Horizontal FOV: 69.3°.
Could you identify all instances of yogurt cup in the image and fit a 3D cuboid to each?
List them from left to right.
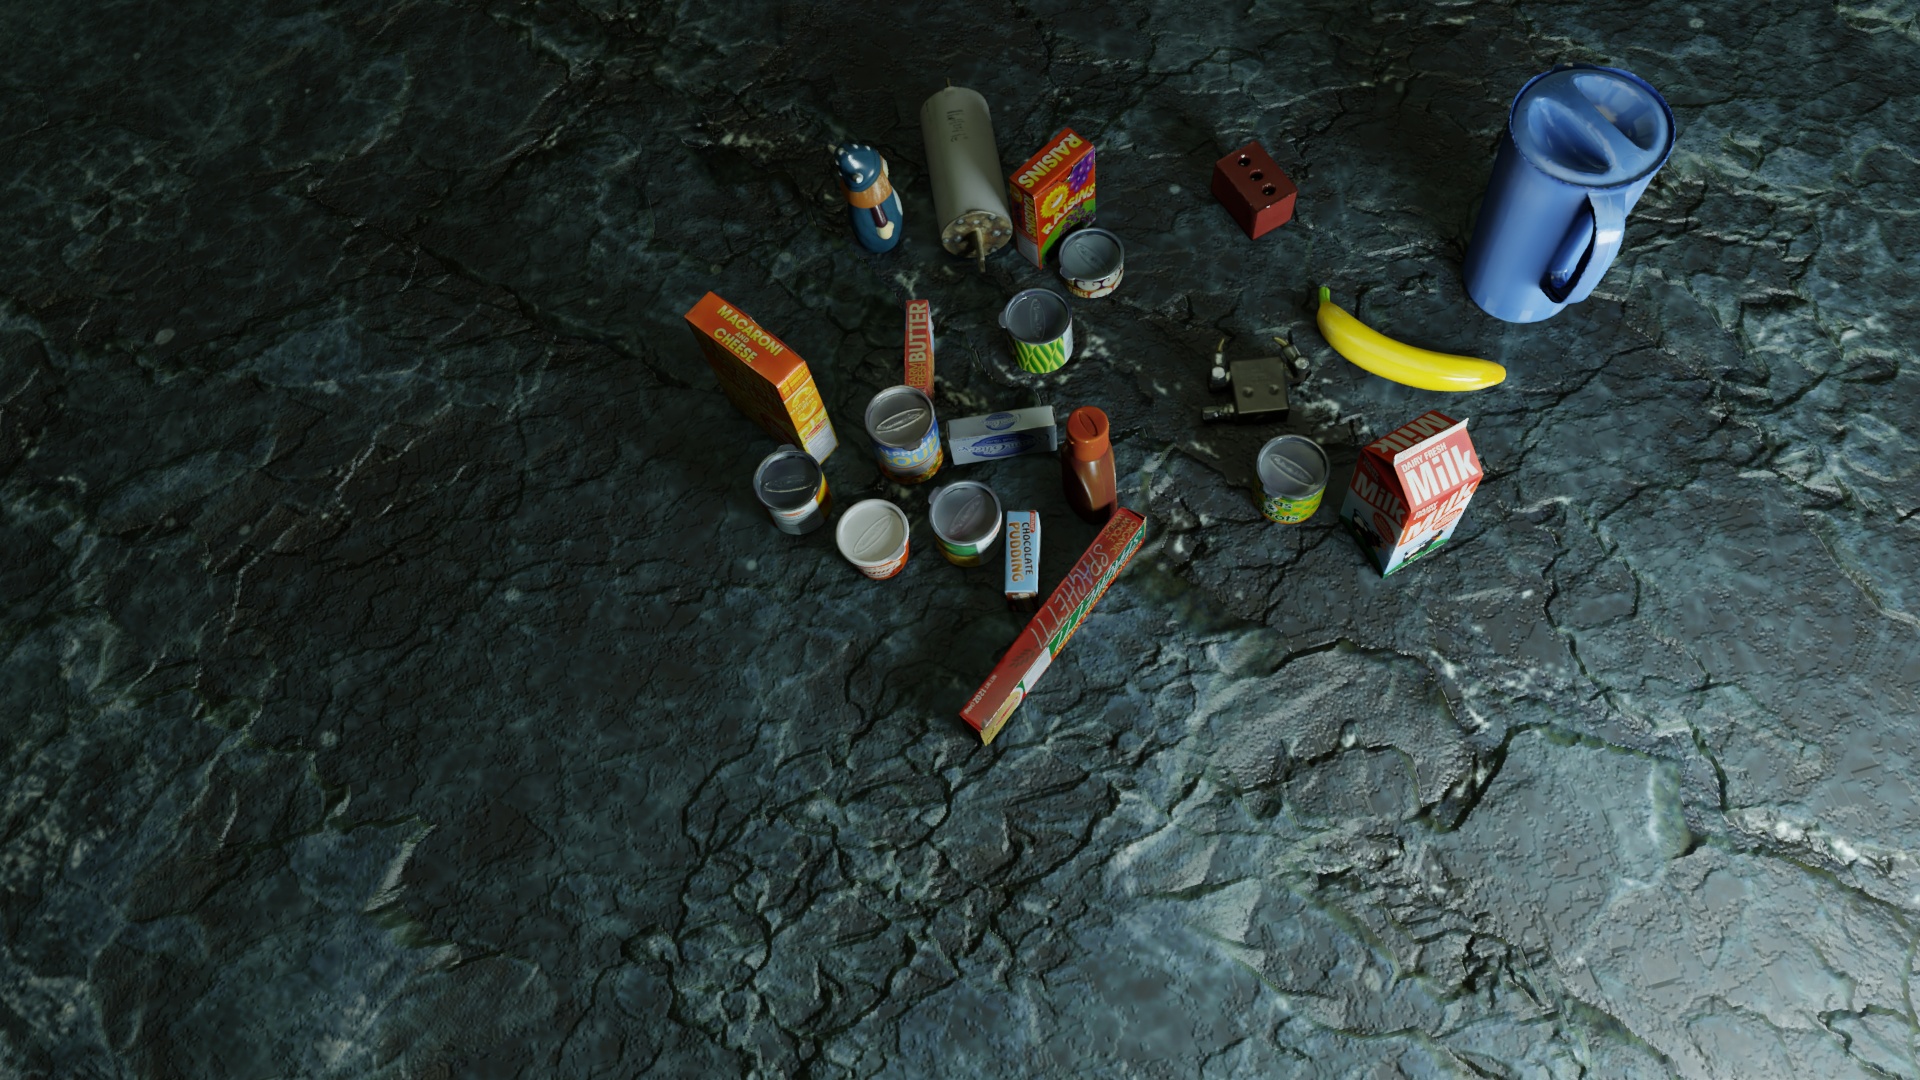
[{"bbox_3d":[-0.079,0.002,1.299,0.072,0.053,0.072,-2,66,5],"label":"yogurt cup"}]

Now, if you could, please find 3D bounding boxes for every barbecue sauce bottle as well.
[{"bbox_3d":[0.116,-0.071,1.259,0.044,0.148,0.065,-28,67,-6],"label":"barbecue sauce bottle"}]

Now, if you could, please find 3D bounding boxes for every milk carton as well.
[{"bbox_3d":[0.387,-0.045,1.196,0.072,0.190,0.073,-28,67,-6],"label":"milk carton"}]

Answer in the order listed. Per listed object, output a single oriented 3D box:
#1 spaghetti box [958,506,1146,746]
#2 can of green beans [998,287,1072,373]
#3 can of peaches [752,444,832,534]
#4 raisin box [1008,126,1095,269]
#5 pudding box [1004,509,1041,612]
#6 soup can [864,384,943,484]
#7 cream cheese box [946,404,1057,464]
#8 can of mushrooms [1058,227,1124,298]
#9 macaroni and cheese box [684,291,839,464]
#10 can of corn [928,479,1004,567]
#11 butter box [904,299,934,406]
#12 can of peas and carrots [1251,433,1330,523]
[{"bbox_3d":[0.086,0.075,1.251,0.029,0.050,0.251,34,74,18],"label":"spaghetti box"},{"bbox_3d":[0.078,-0.207,1.373,0.071,0.057,0.071,-2,66,5],"label":"can of green beans"},{"bbox_3d":[-0.159,-0.048,1.327,0.071,0.058,0.071,-2,66,5],"label":"can of peaches"},{"bbox_3d":[0.094,-0.342,1.396,0.086,0.123,0.040,-43,69,-12],"label":"raisin box"},{"bbox_3d":[0.058,0.019,1.279,0.030,0.049,0.084,0,66,6],"label":"pudding box"},{"bbox_3d":[-0.052,-0.097,1.324,0.071,0.083,0.071,-2,66,5],"label":"soup can"},{"bbox_3d":[0.041,-0.101,1.332,0.104,0.053,0.024,-8,66,2],"label":"cream cheese box"},{"bbox_3d":[0.131,-0.281,1.414,0.071,0.033,0.071,-2,66,5],"label":"can of mushrooms"},{"bbox_3d":[-0.185,-0.150,1.316,0.124,0.166,0.040,37,75,19],"label":"macaroni and cheese box"},{"bbox_3d":[0.005,-0.016,1.296,0.071,0.058,0.071,-2,66,5],"label":"can of corn"},{"bbox_3d":[-0.040,-0.182,1.377,0.024,0.053,0.104,-3,66,5],"label":"butter box"},{"bbox_3d":[0.302,-0.054,1.281,0.071,0.058,0.071,-2,66,5],"label":"can of peas and carrots"}]
